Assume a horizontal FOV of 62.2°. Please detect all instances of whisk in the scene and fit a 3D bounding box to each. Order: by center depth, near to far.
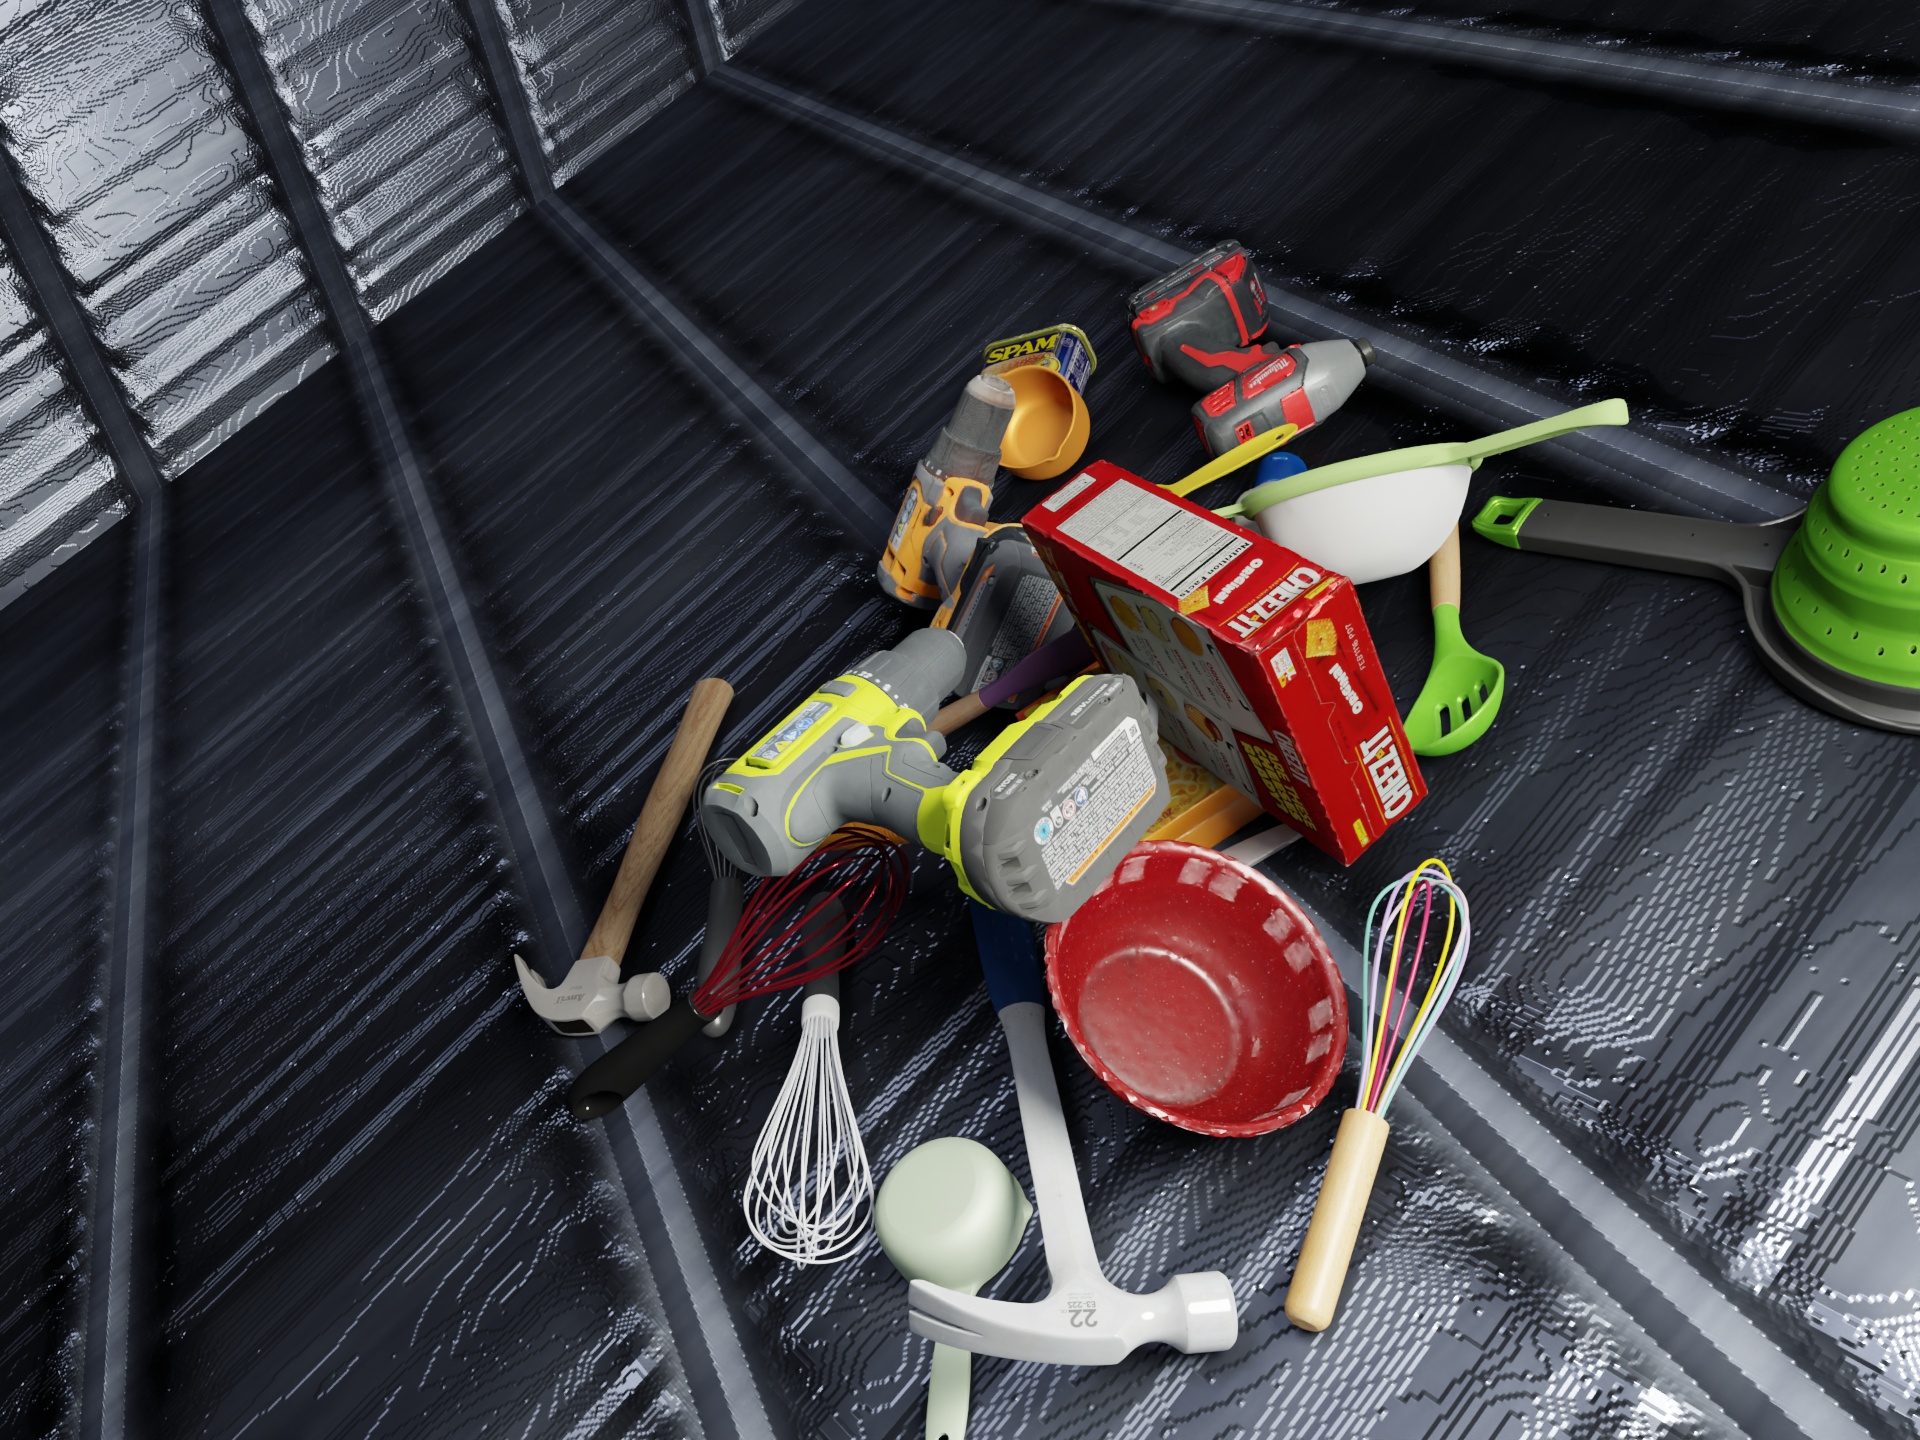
[{"bbox_3d":[0.197,0.168,0.756,0.051,0.047,0.245,17,58,18],"label":"whisk"},{"bbox_3d":[-0.081,0.195,0.923,0.070,0.070,0.285,-22,32,12],"label":"whisk"},{"bbox_3d":[-0.140,0.159,0.947,0.296,0.073,0.073,-40,32,23],"label":"whisk"},{"bbox_3d":[-0.161,0.114,1.080,0.055,0.055,0.239,-20,42,15],"label":"whisk"}]

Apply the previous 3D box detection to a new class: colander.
[{"bbox_3d":[0.452,-0.113,0.864,0.397,0.094,0.204,18,58,46],"label":"colander"}]

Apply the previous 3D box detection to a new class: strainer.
[{"bbox_3d":[0.285,-0.128,0.954,0.151,0.069,0.256,-9,-1,-36],"label":"strainer"}]

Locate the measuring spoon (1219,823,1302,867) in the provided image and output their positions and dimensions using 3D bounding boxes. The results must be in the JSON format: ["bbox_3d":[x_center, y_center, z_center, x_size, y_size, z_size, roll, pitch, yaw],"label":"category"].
[{"bbox_3d":[0.169,0.069,0.917,0.124,0.018,0.034,-28,36,5],"label":"measuring spoon"}]

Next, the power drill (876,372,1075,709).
[{"bbox_3d":[0.017,-0.135,1.152,0.185,0.084,0.226,-66,29,24],"label":"power drill"}]

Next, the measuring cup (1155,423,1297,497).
[{"bbox_3d":[0.182,-0.169,1.173,0.156,0.029,0.062,-29,37,9],"label":"measuring cup"}]

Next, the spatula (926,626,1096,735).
[{"bbox_3d":[-0.002,-0.003,1.064,0.316,0.059,0.018,-29,65,29],"label":"spatula"}]

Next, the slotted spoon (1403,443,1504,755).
[{"bbox_3d":[0.304,-0.084,0.992,0.070,0.031,0.314,-36,25,37],"label":"slotted spoon"}]

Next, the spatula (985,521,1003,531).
[{"bbox_3d":[0.067,-0.121,1.193,0.323,0.081,0.041,23,101,57],"label":"spatula"}]

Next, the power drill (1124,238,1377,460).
[{"bbox_3d":[0.226,-0.291,1.257,0.143,0.078,0.220,-29,39,5],"label":"power drill"}]

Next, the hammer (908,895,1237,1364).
[{"bbox_3d":[0.029,0.165,0.860,0.144,0.035,0.406,-2,33,-6],"label":"hammer"}]

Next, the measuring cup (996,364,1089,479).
[{"bbox_3d":[0.032,-0.216,1.321,0.173,0.052,0.095,-40,66,16],"label":"measuring cup"}]

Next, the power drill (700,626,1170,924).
[{"bbox_3d":[-0.006,0.018,0.852,0.229,0.080,0.190,9,42,44],"label":"power drill"}]

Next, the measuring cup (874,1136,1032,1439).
[{"bbox_3d":[-0.010,0.279,0.779,0.083,0.038,0.168,-18,36,18],"label":"measuring cup"}]

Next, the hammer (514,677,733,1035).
[{"bbox_3d":[-0.230,0.089,1.170,0.130,0.031,0.332,-12,40,24],"label":"hammer"}]

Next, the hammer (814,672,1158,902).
[{"bbox_3d":[-0.029,0.052,0.967,0.337,0.034,0.127,-8,56,42],"label":"hammer"}]
